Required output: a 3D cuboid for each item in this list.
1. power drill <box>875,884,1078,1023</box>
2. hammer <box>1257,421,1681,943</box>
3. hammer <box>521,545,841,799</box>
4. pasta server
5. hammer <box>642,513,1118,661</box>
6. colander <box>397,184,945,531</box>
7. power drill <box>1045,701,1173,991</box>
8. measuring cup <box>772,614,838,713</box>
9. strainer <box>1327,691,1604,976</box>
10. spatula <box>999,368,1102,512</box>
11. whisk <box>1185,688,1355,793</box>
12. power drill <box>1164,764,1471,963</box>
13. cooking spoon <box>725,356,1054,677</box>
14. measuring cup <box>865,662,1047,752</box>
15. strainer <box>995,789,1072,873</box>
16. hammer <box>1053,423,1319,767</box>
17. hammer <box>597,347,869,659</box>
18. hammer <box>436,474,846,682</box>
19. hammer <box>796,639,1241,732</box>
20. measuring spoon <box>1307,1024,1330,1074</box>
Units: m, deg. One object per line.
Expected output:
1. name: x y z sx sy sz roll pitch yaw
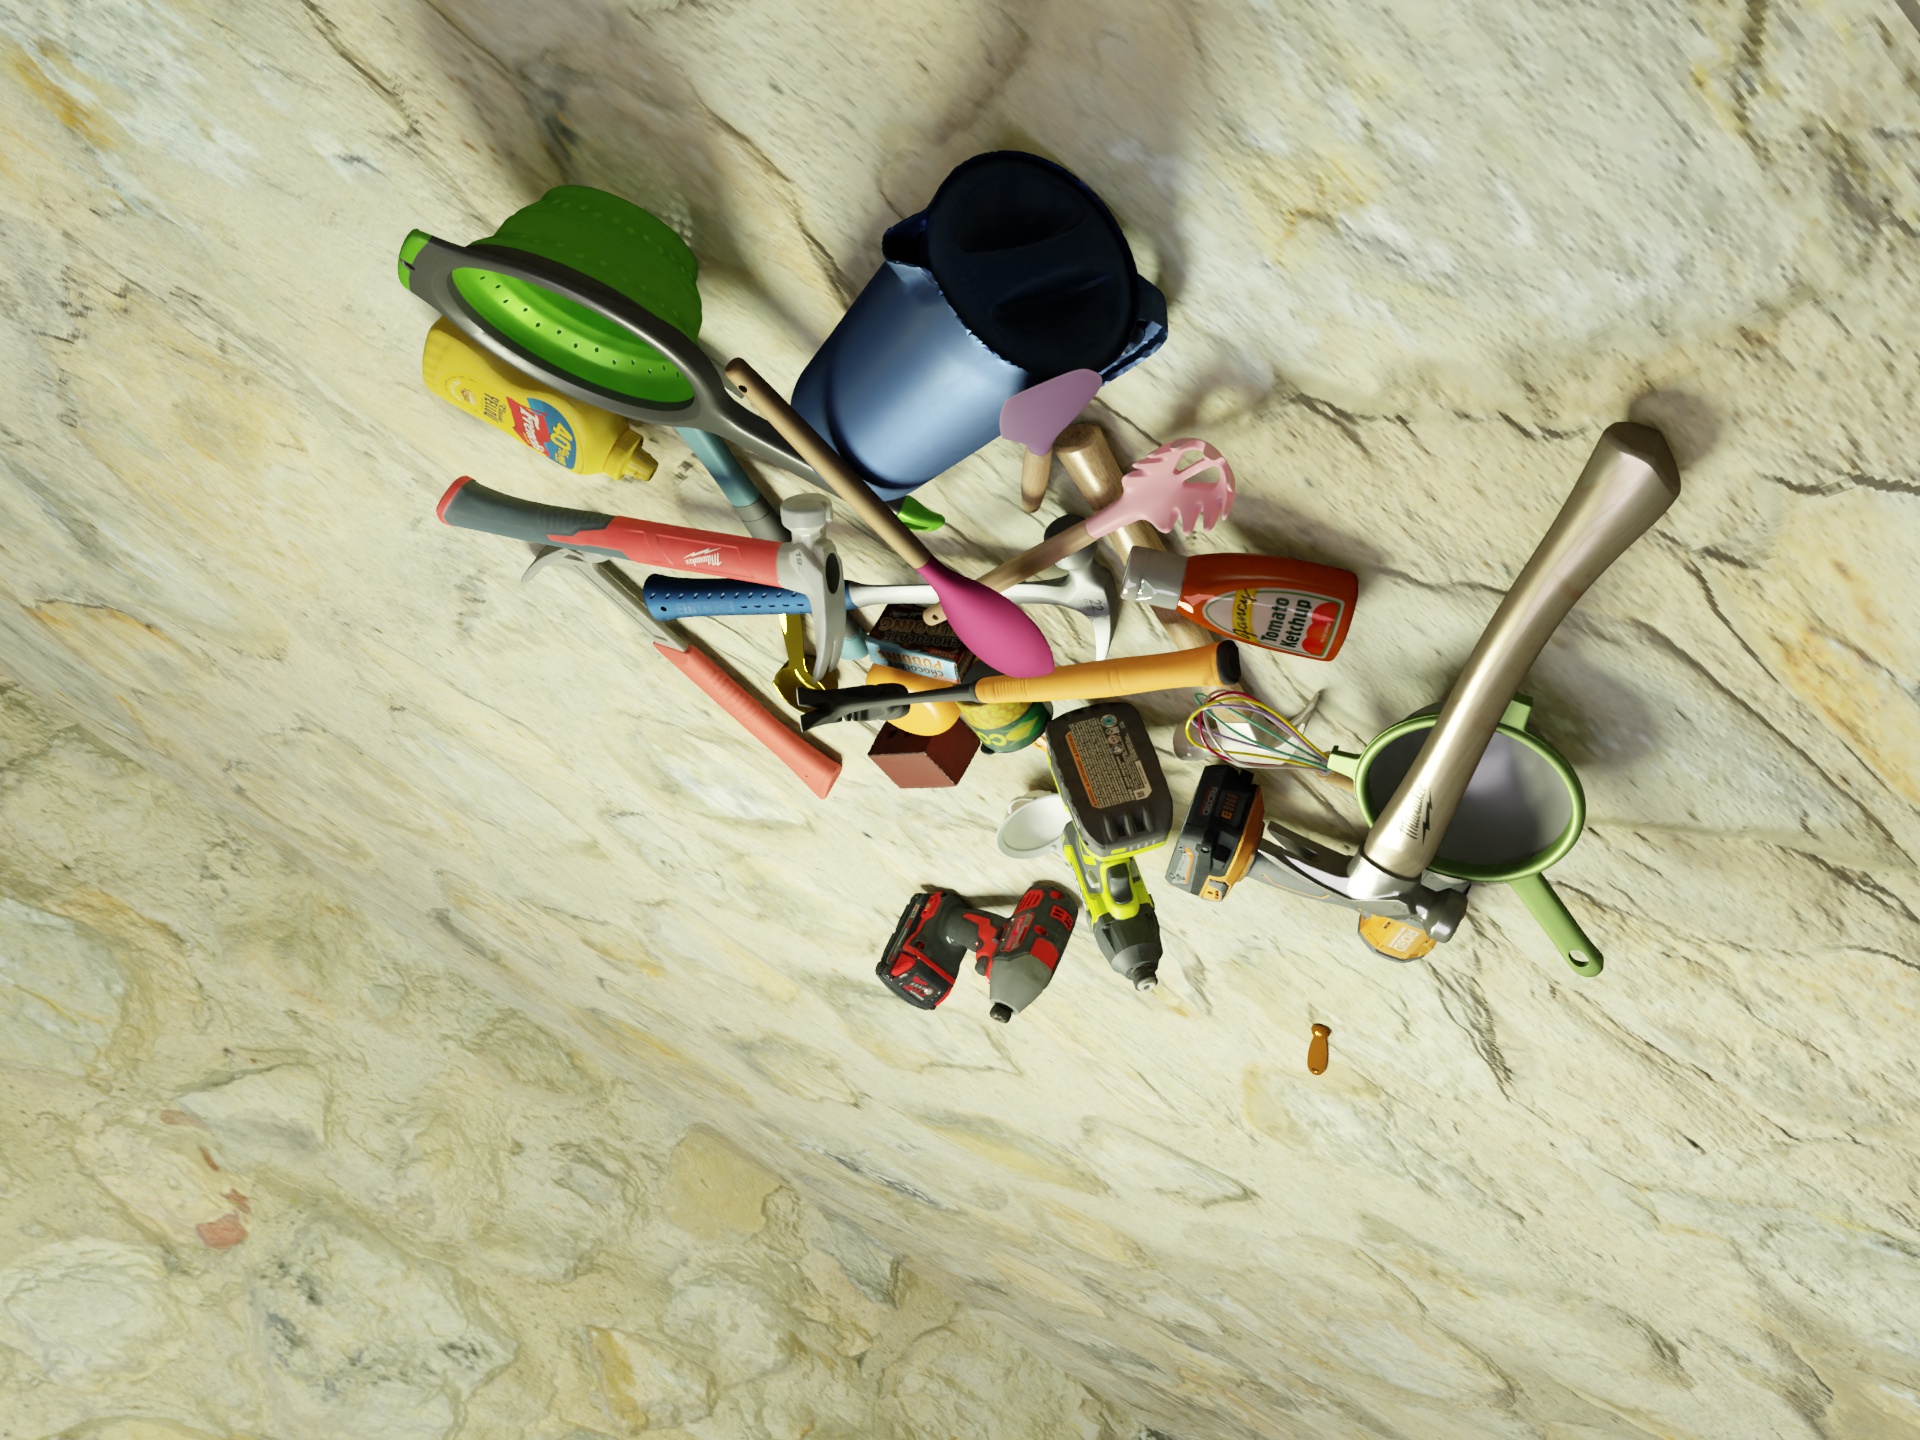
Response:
1. power drill: 0.017 0.242 1.634 0.078 0.143 0.220 41 151 -27
2. hammer: 0.314 -0.016 0.990 0.146 0.038 0.410 24 137 10
3. hammer: -0.252 -0.046 1.517 0.358 0.037 0.149 44 147 -25
4. pasta server: 0.068 -0.115 1.065 0.060 0.040 0.316 51 141 -13
5. hammer: -0.070 -0.093 1.237 0.405 0.035 0.143 2 143 27
6. colander: -0.171 -0.250 1.077 0.396 0.094 0.204 26 168 -21
7. power drill: 0.128 0.107 1.314 0.080 0.171 0.223 -15 140 -4
8. measuring cup: -0.139 -0.070 1.405 0.062 0.029 0.156 17 137 20
9. strainer: 0.384 0.073 1.109 0.151 0.069 0.256 -22 118 41
10. spatula: 0.049 -0.162 0.961 0.316 0.060 0.018 83 164 -86
11. whisk: 0.244 0.027 1.131 0.244 0.047 0.051 21 -169 -39
12. power drill: 0.287 0.110 1.251 0.226 0.084 0.185 19 156 8
13. cooking spoon: -0.041 -0.119 1.020 0.069 0.017 0.318 -7 141 41
14. measuring cup: -0.002 -0.004 1.351 0.173 0.052 0.095 33 150 -5
15. strainer: 0.102 0.128 1.485 0.087 0.050 0.258 -33 132 8
16. hammer: 0.154 -0.078 1.125 0.130 0.031 0.331 2 141 39
17. hammer: -0.163 -0.166 1.257 0.128 0.033 0.330 4 143 38
18. hammer: -0.262 -0.130 1.268 0.386 0.038 0.143 12 121 27
19. hammer: 0.042 -0.025 1.164 0.337 0.034 0.127 -6 -179 32
20. measuring spoon: 0.364 0.340 1.622 0.021 0.011 0.116 17 149 20
